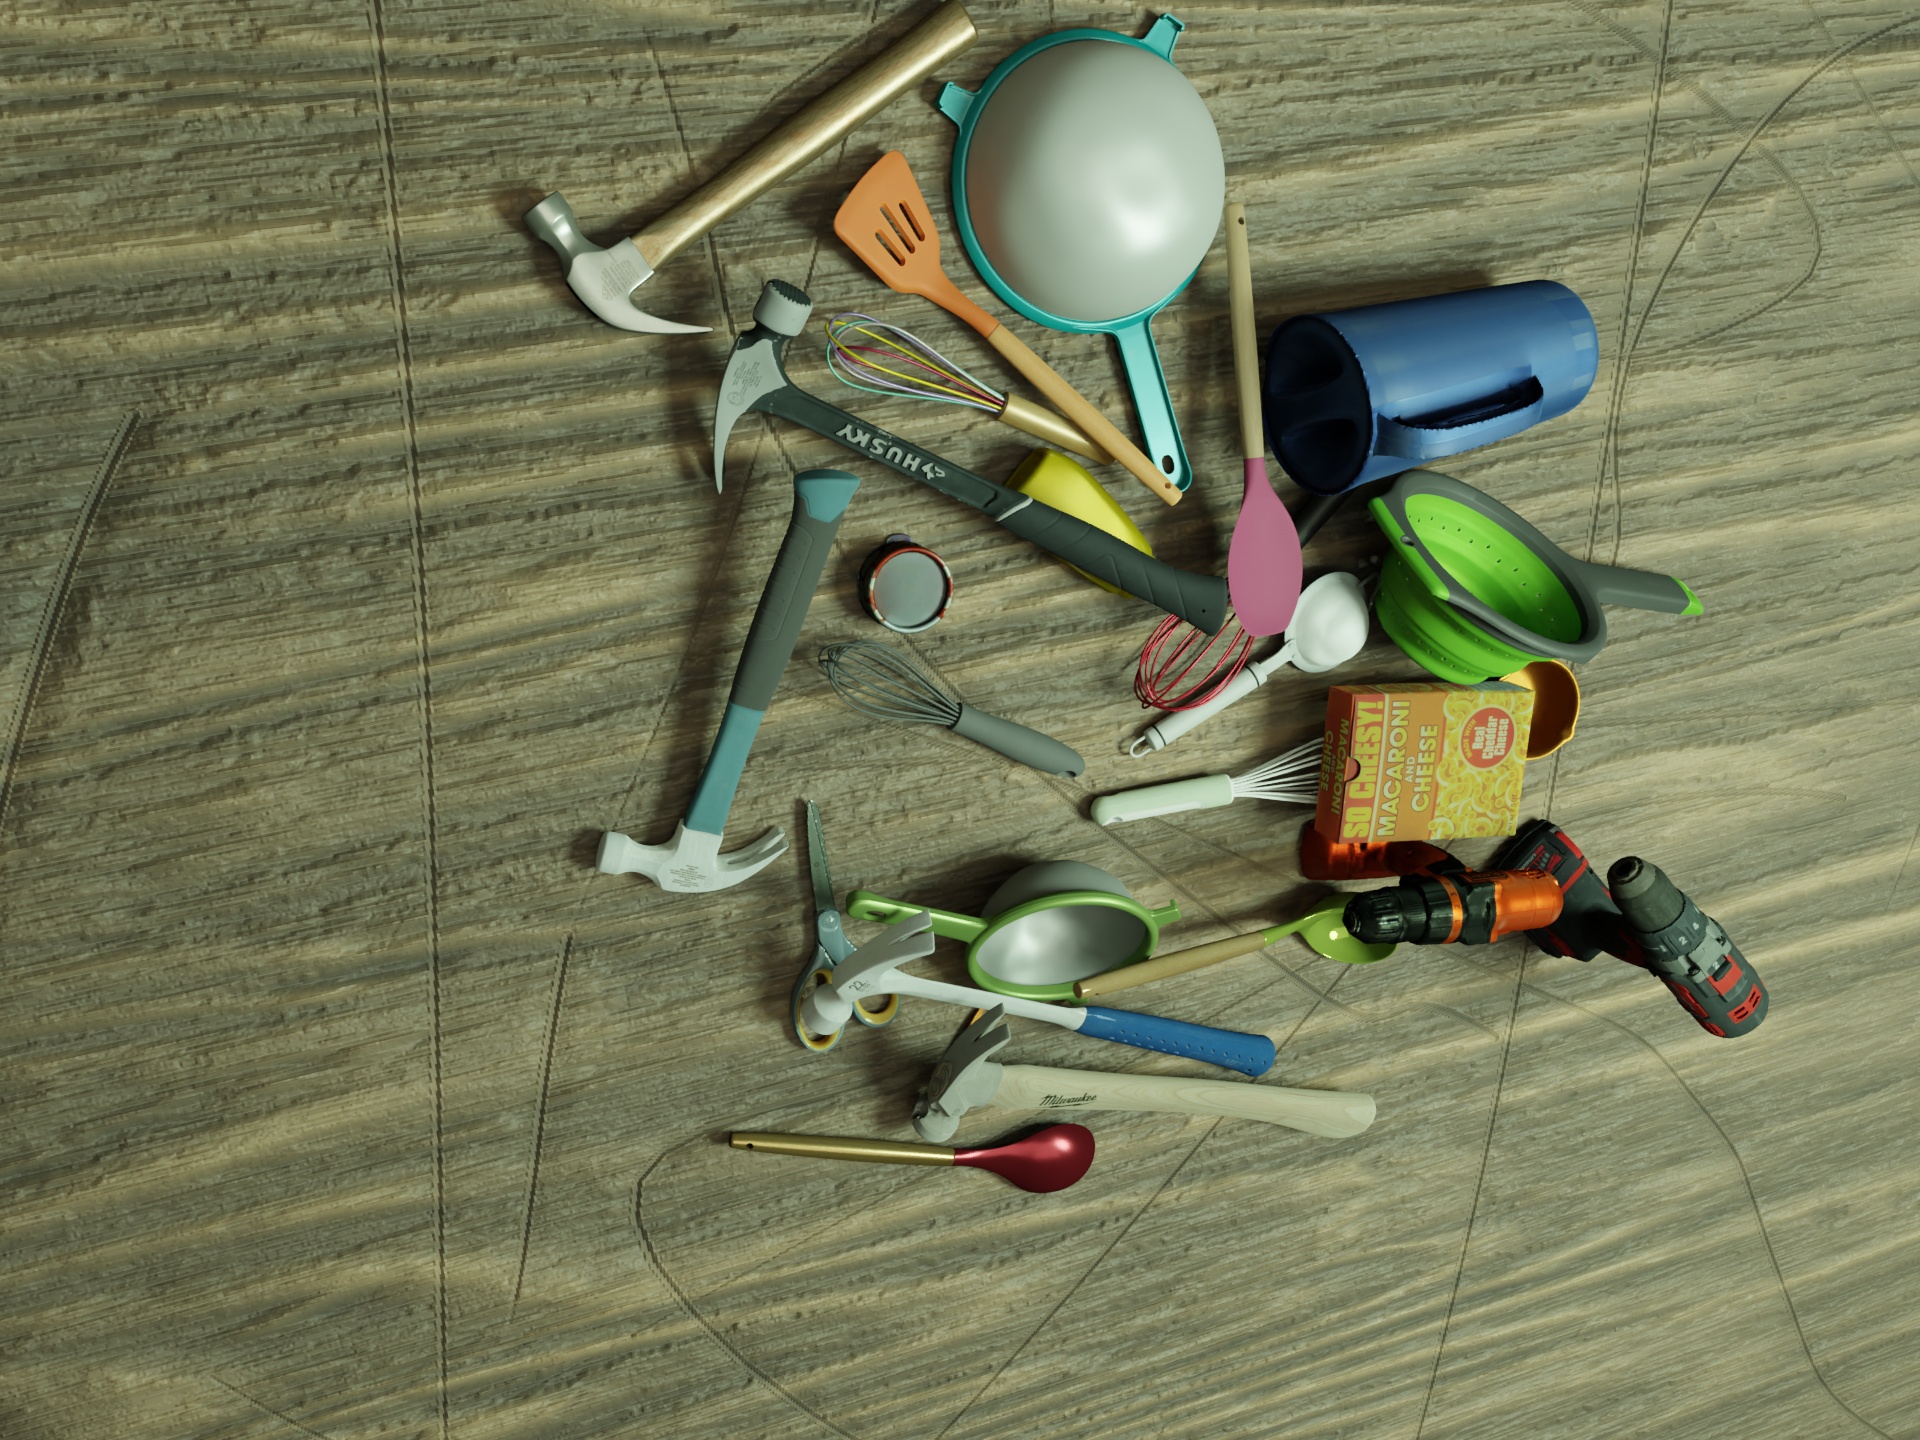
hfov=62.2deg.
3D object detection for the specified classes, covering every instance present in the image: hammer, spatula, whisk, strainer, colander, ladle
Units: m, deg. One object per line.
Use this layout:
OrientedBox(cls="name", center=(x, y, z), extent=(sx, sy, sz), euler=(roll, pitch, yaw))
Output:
OrientedBox(cls="hammer", center=(0.172, 0.300, 1.293), extent=(0.410, 0.038, 0.146), euler=(10, 132, -25))
OrientedBox(cls="spatula", center=(0.044, -0.265, 1.138), extent=(0.322, 0.041, 0.081), euler=(40, 70, -14))
OrientedBox(cls="whisk", center=(-0.001, -0.005, 1.198), extent=(0.238, 0.055, 0.055), euler=(23, 95, -26))
OrientedBox(cls="hammer", center=(-0.124, -0.379, 1.077), extent=(0.331, 0.031, 0.130), euler=(-38, 111, -7))
OrientedBox(cls="strainer", center=(0.028, 0.142, 1.215), extent=(0.256, 0.069, 0.151), euler=(15, 136, -25))
OrientedBox(cls="strainer", center=(0.245, -0.040, 1.275), extent=(0.258, 0.050, 0.086), euler=(-32, 125, -5))
OrientedBox(cls="whisk", center=(0.011, -0.233, 1.150), extent=(0.244, 0.047, 0.051), euler=(18, 95, -24))
OrientedBox(cls="hammer", center=(0.087, 0.231, 1.252), extent=(0.405, 0.035, 0.144), euler=(16, 136, -28))
OrientedBox(cls="whisk", center=(0.239, -0.117, 1.244), extent=(0.073, 0.073, 0.296), euler=(44, 82, -22))
OrientedBox(cls="colander", center=(0.465, -0.092, 1.302), extent=(0.396, 0.205, 0.094), euler=(3, 137, -34))
OrientedBox(cls="strainer", center=(0.125, -0.323, 1.137), extent=(0.211, 0.095, 0.340), euler=(-22, 107, -12))
OrientedBox(cls="hammer", center=(-0.147, -0.024, 1.124), extent=(0.128, 0.033, 0.331), euler=(16, 108, -22))
OrientedBox(cls="whisk", center=(0.223, 0.055, 1.286), extent=(0.246, 0.057, 0.059), euler=(-9, 71, -12))
OrientedBox(cls="hammer", center=(0.017, -0.154, 1.130), extent=(0.408, 0.036, 0.149), euler=(24, 118, -17))
OrientedBox(cls="ladle", center=(-0.031, 0.347, 1.277), extent=(0.315, 0.031, 0.069), euler=(9, 109, -19))
OrientedBox(cls="ladle", center=(0.225, 0.191, 1.268), extent=(0.320, 0.078, 0.062), euler=(-9, 63, -33))

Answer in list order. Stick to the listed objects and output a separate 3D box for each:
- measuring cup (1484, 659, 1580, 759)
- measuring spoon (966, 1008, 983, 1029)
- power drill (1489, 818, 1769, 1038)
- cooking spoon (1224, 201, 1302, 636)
OrientedBox(cls="measuring cup", center=(0.449, 0.021, 1.348), extent=(0.095, 0.052, 0.173), euler=(32, 93, -22))
OrientedBox(cls="measuring spoon", center=(-0.001, 0.274, 1.284), extent=(0.021, 0.011, 0.117), euler=(28, 90, -32))
OrientedBox(cls="power drill", center=(0.538, 0.156, 1.313), extent=(0.080, 0.227, 0.187), euler=(-46, 112, -3))
OrientedBox(cls="cooking spoon", center=(0.217, -0.222, 1.186), extent=(0.068, 0.017, 0.319), euler=(-10, 99, -25))
